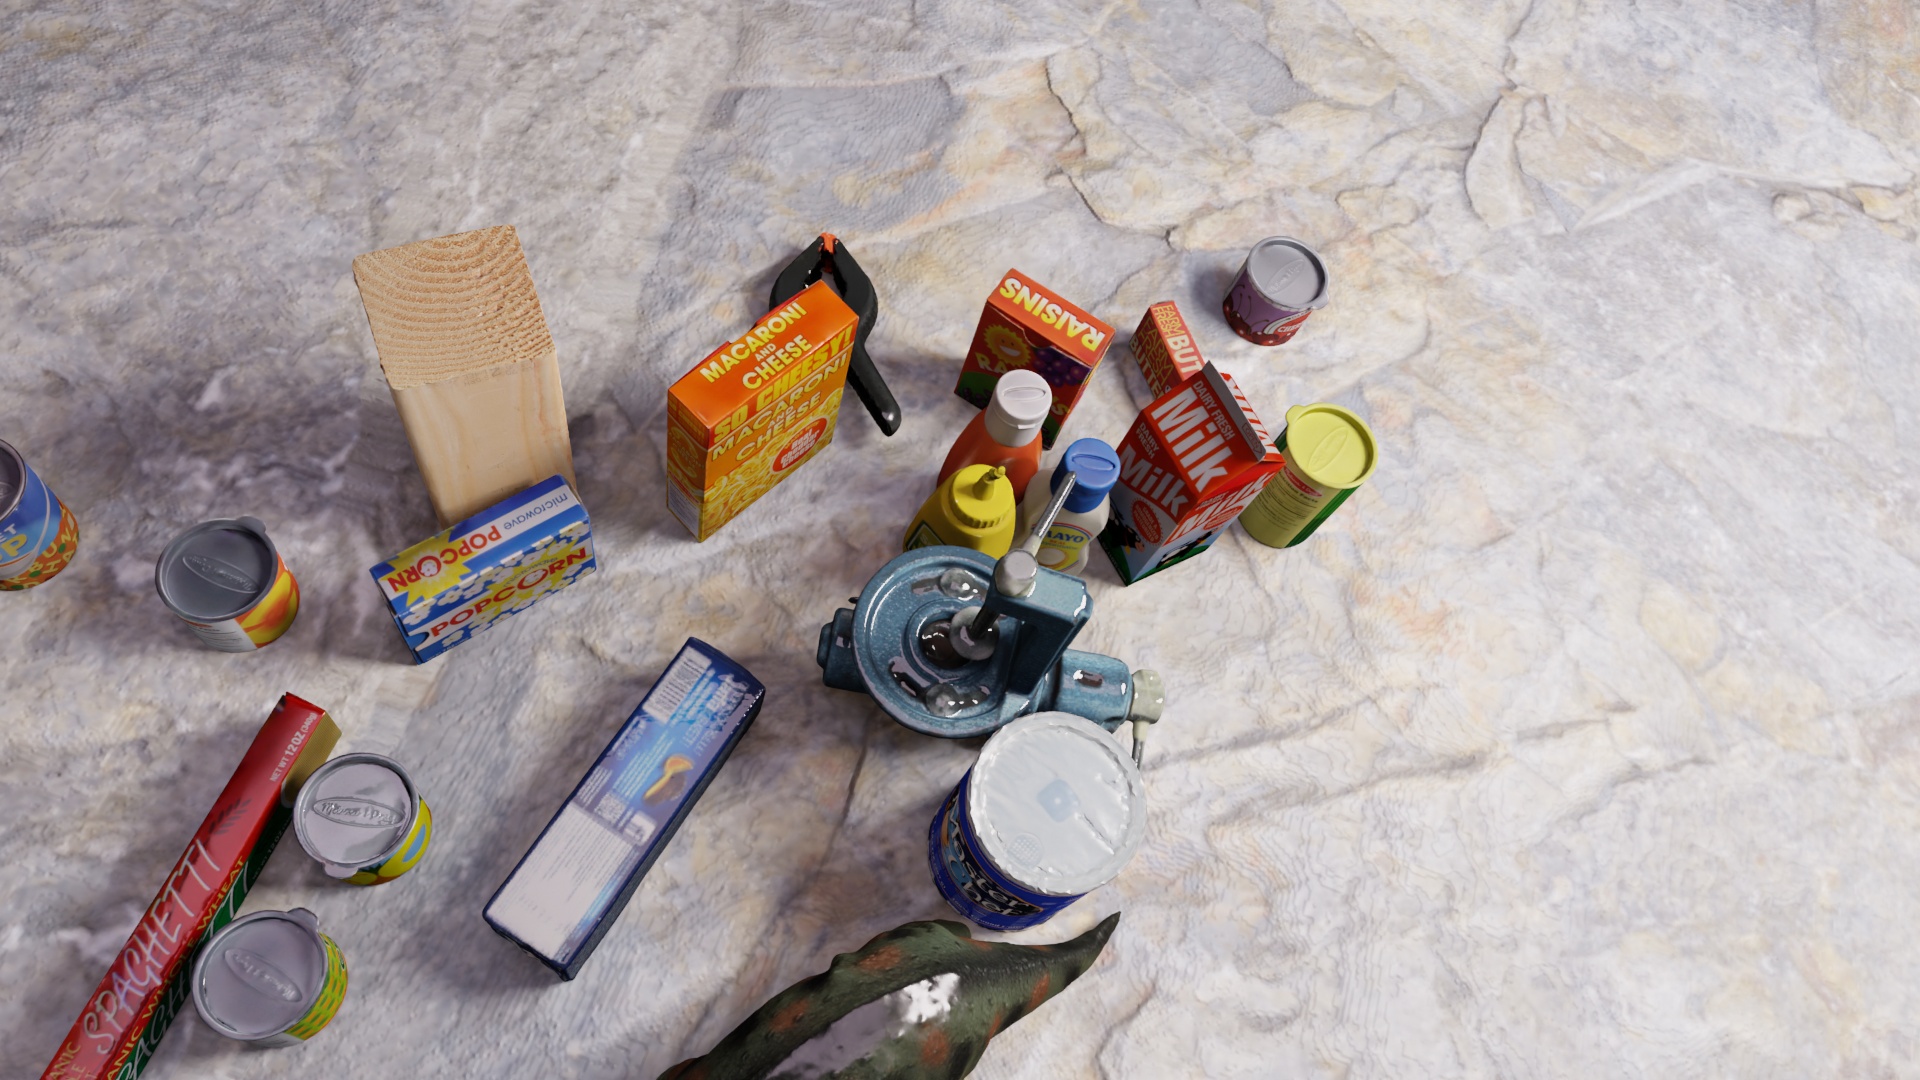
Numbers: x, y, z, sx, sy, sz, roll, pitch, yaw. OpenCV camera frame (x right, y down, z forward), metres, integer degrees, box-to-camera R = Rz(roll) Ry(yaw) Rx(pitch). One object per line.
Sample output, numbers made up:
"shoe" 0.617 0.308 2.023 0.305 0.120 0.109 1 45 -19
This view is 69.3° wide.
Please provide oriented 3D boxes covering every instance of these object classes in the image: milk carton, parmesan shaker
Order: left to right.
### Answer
"milk carton" 0.150 -0.045 0.922 0.074 0.189 0.072 -23 73 -20
"parmesan shaker" 0.242 -0.047 0.991 0.071 0.102 0.071 5 65 -10

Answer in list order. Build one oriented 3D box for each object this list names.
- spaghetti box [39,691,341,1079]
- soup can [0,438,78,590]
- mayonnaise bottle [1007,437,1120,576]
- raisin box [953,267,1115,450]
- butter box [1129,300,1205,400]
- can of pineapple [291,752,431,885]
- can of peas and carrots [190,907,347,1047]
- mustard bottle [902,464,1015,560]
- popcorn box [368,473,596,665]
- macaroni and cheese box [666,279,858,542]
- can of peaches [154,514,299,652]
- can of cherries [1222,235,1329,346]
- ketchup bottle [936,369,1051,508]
"spaghetti box" -0.423 0.205 0.765 0.029 0.050 0.251 22 63 -1
"soup can" -0.570 -0.012 0.815 0.071 0.083 0.071 5 65 -10
"mayonnaise bottle" 0.067 -0.018 0.916 0.065 0.147 0.041 11 65 -7
"raisin box" 0.049 -0.125 0.975 0.086 0.123 0.040 33 64 4
"butter box" 0.162 -0.122 1.036 0.024 0.053 0.104 -15 70 -18
"can of pineapple" -0.343 0.162 0.797 0.071 0.057 0.071 5 65 -10
"can of peas and carrots" -0.372 0.237 0.756 0.071 0.058 0.071 5 65 -10
"mustard bottle" 0.003 -0.011 0.892 0.049 0.159 0.065 -40 79 -24
"popcorn box" -0.291 0.018 0.859 0.127 0.085 0.038 -31 75 -22
"macaroni and cheese box" -0.131 -0.079 0.892 0.040 0.165 0.124 44 65 9
"can of peaches" -0.439 0.026 0.839 0.071 0.057 0.071 5 65 -10
"can of cherries" 0.246 -0.192 1.083 0.071 0.058 0.072 5 65 -10
"ketchup bottle" 0.026 -0.061 0.926 0.065 0.148 0.044 -5 67 -14
